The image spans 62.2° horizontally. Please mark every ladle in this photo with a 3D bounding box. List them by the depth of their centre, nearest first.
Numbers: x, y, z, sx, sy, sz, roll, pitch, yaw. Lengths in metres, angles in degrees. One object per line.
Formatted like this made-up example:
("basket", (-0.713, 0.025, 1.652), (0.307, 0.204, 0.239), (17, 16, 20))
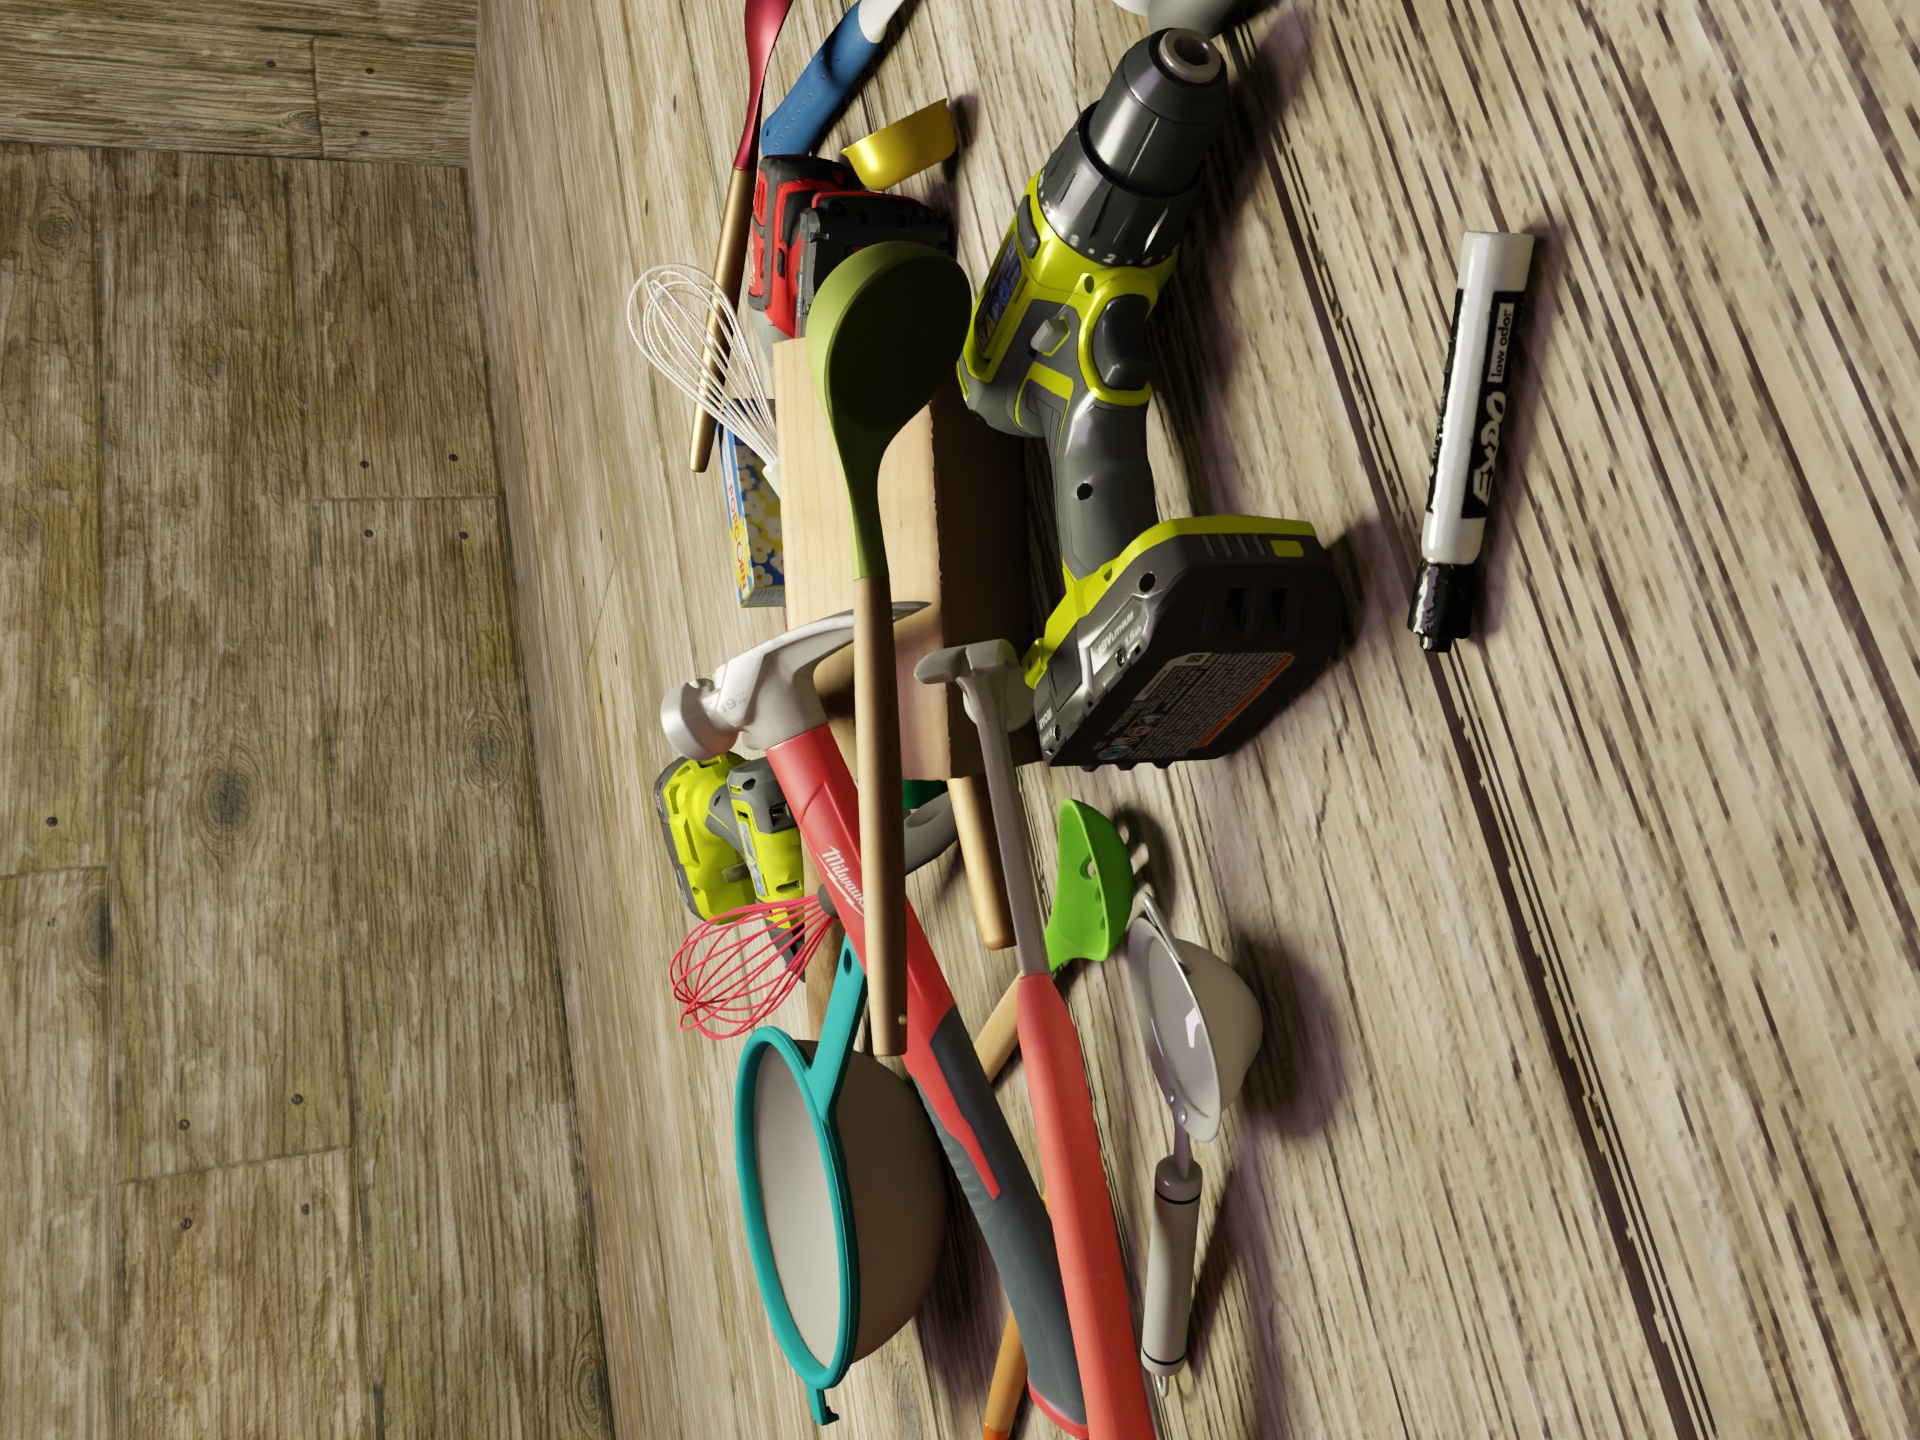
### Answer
("ladle", (-0.024, -0.031, 0.625), (0.062, 0.078, 0.320), (-7, 82, 32))
("ladle", (-0.131, -0.299, 0.939), (0.069, 0.031, 0.315), (-119, 39, -62))

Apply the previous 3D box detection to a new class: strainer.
("strainer", (0.088, 0.174, 0.631), (0.087, 0.050, 0.258), (-122, 29, -59))
("strainer", (-0.051, 0.235, 0.926), (0.211, 0.095, 0.340), (-119, 34, -43))

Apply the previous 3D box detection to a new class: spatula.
("spatula", (0.016, 0.361, 0.849), (0.081, 0.041, 0.322), (-122, 35, -52))

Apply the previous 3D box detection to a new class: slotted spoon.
("slotted spoon", (0.031, 0.137, 0.790), (0.313, 0.031, 0.070), (112, 147, -52))

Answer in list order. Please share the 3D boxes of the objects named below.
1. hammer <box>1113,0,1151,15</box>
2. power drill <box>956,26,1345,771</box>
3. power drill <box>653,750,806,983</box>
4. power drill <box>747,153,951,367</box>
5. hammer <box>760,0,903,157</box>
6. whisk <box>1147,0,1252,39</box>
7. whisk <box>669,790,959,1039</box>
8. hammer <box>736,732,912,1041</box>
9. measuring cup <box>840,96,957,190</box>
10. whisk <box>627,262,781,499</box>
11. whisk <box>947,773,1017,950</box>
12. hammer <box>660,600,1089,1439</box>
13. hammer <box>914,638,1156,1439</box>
("hammer", (0.044, -0.434, 0.640), (0.128, 0.033, 0.331), (112, 147, -50))
("power drill", (0.065, -0.114, 0.589), (0.190, 0.080, 0.229), (124, 140, -59))
("power drill", (-0.148, 0.103, 1.160), (0.223, 0.080, 0.171), (10, 116, 64))
("power drill", (-0.078, -0.249, 0.932), (0.220, 0.078, 0.143), (-128, 41, -60))
("hammer", (-0.044, -0.393, 0.868), (0.405, 0.035, 0.144), (177, 88, -69))
("whisk", (0.118, -0.257, 0.461), (0.285, 0.070, 0.070), (-174, 80, -73))
("whisk", (-0.086, 0.113, 0.934), (0.295, 0.073, 0.073), (-38, 56, 38))
("hammer", (-0.083, 0.145, 1.021), (0.130, 0.031, 0.331), (21, 128, 29))
("measuring cup", (-0.037, -0.305, 0.866), (0.029, 0.062, 0.157), (63, 177, -15))
("whisk", (-0.112, -0.159, 0.938), (0.246, 0.059, 0.058), (56, -177, -9))
("whisk", (0.001, -0.003, 0.829), (0.047, 0.051, 0.245), (5, -108, -67))
("hammer", (-0.001, 0.138, 0.712), (0.143, 0.038, 0.386), (-23, 92, 32))
("hammer", (0.038, 0.147, 0.618), (0.149, 0.036, 0.359), (5, -106, -82))
